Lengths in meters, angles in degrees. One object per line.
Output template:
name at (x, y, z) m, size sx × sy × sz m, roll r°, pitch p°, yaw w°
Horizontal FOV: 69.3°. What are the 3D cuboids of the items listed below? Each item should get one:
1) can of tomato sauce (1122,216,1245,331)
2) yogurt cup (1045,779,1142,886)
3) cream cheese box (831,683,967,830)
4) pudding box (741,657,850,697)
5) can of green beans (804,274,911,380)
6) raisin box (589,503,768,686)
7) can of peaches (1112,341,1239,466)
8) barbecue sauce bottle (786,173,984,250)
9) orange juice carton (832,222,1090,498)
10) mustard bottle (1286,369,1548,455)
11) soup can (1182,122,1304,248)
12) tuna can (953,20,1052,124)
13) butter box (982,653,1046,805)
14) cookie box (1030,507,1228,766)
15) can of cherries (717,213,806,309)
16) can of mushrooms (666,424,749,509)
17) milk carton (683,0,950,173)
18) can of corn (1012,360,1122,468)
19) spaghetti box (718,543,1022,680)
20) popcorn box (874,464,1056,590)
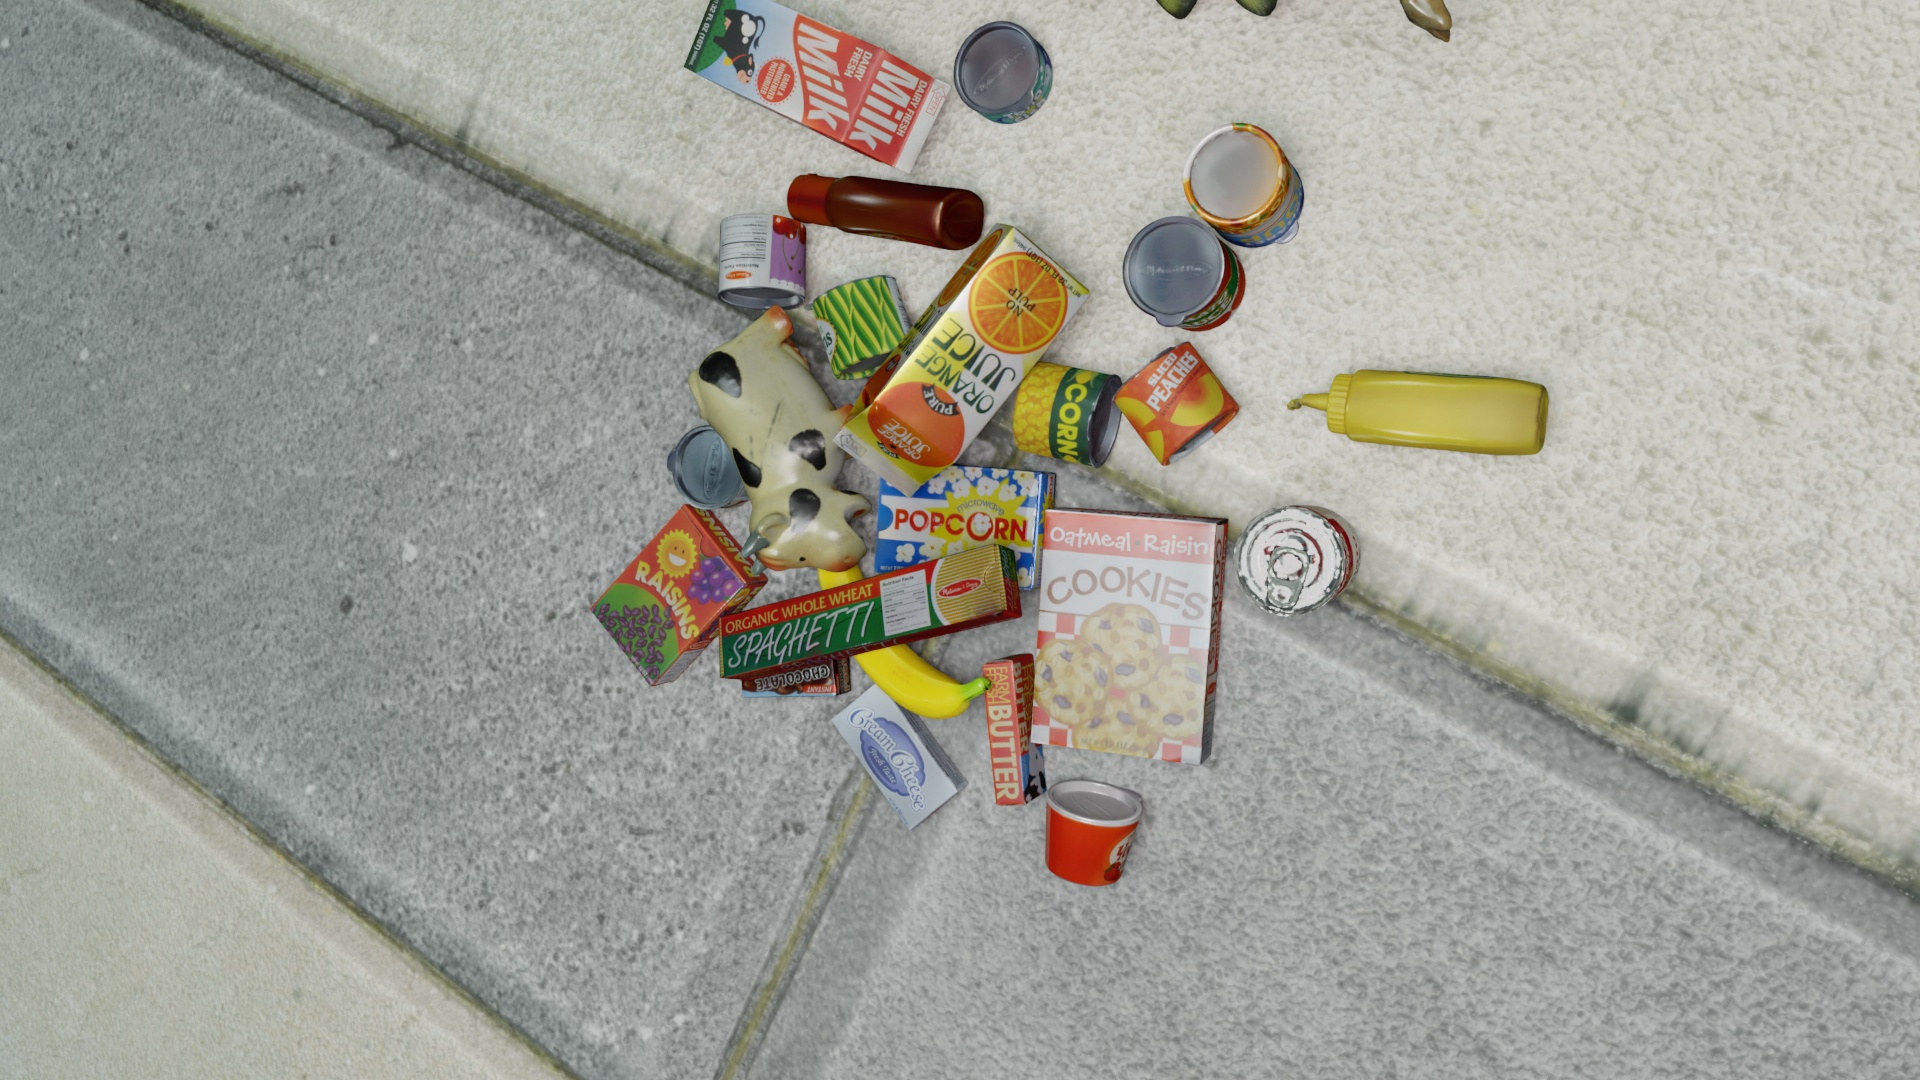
can of tomato sauce at (0.151, -0.174, 0.927) m, size 0.071 × 0.083 × 0.071 m, roll 1°, pitch 92°, yaw 22°
yogurt cup at (0.090, 0.206, 0.973) m, size 0.072 × 0.072 × 0.053 m, roll 13°, pitch 104°, yaw 21°
cream cheese box at (-0.046, 0.160, 1.046) m, size 0.053 × 0.024 × 0.104 m, roll -41°, pitch 77°, yaw 16°
pudding box at (-0.128, 0.096, 1.074) m, size 0.083 × 0.030 × 0.049 m, roll -3°, pitch 91°, yaw 22°
can of green beans at (-0.071, -0.156, 1.025) m, size 0.071 × 0.071 × 0.058 m, roll -20°, pitch 85°, yaw 21°
raisin box at (-0.225, 0.043, 1.106) m, size 0.123 × 0.040 × 0.086 m, roll -45°, pitch 75°, yaw 16°
can of peaches at (0.146, -0.092, 0.939) m, size 0.071 × 0.071 × 0.058 m, roll -39°, pitch 79°, yaw 18°
barbecue sauce bottle at (-0.060, -0.245, 1.023) m, size 0.148 × 0.065 × 0.043 m, roll 15°, pitch 110°, yaw 29°
orange juice carton at (-0.003, -0.123, 0.967) m, size 0.072 × 0.073 × 0.192 m, roll 38°, pitch 95°, yaw -16°
mustard bottle at (0.288, -0.084, 0.888) m, size 0.160 × 0.065 × 0.048 m, roll 8°, pitch 93°, yaw 25°
soup can at (0.188, -0.230, 0.911) m, size 0.071 × 0.084 × 0.071 m, roll 1°, pitch 92°, yaw 21°
tuna can at (0.033, -0.333, 0.998) m, size 0.071 × 0.033 × 0.071 m, roll 1°, pitch 92°, yaw 22°
butter box at (0.039, 0.134, 0.996) m, size 0.024 × 0.053 × 0.103 m, roll -6°, pitch 89°, yaw 20°
cookie box at (0.117, 0.064, 0.971) m, size 0.123 × 0.040 × 0.167 m, roll 5°, pitch 94°, yaw 21°
can of cherries at (-0.149, -0.211, 1.055) m, size 0.071 × 0.071 × 0.058 m, roll -1°, pitch 85°, yaw 22°
can of mushrooms at (-0.193, -0.058, 1.094) m, size 0.071 × 0.033 × 0.071 m, roll 1°, pitch 92°, yaw 22°
milk carton at (-0.101, -0.340, 1.029) m, size 0.191 × 0.073 × 0.072 m, roll 30°, pitch 102°, yaw 18°
can of corn at (0.074, -0.088, 0.967) m, size 0.058 × 0.071 × 0.071 m, roll 14°, pitch 97°, yaw 22°
spaghetti box at (-0.071, 0.055, 1.000) m, size 0.249 × 0.028 × 0.050 m, roll -15°, pitch 71°, yaw 28°
popcorn box at (0.004, -0.013, 1.015) m, size 0.127 × 0.038 × 0.085 m, roll 6°, pitch 94°, yaw 21°
